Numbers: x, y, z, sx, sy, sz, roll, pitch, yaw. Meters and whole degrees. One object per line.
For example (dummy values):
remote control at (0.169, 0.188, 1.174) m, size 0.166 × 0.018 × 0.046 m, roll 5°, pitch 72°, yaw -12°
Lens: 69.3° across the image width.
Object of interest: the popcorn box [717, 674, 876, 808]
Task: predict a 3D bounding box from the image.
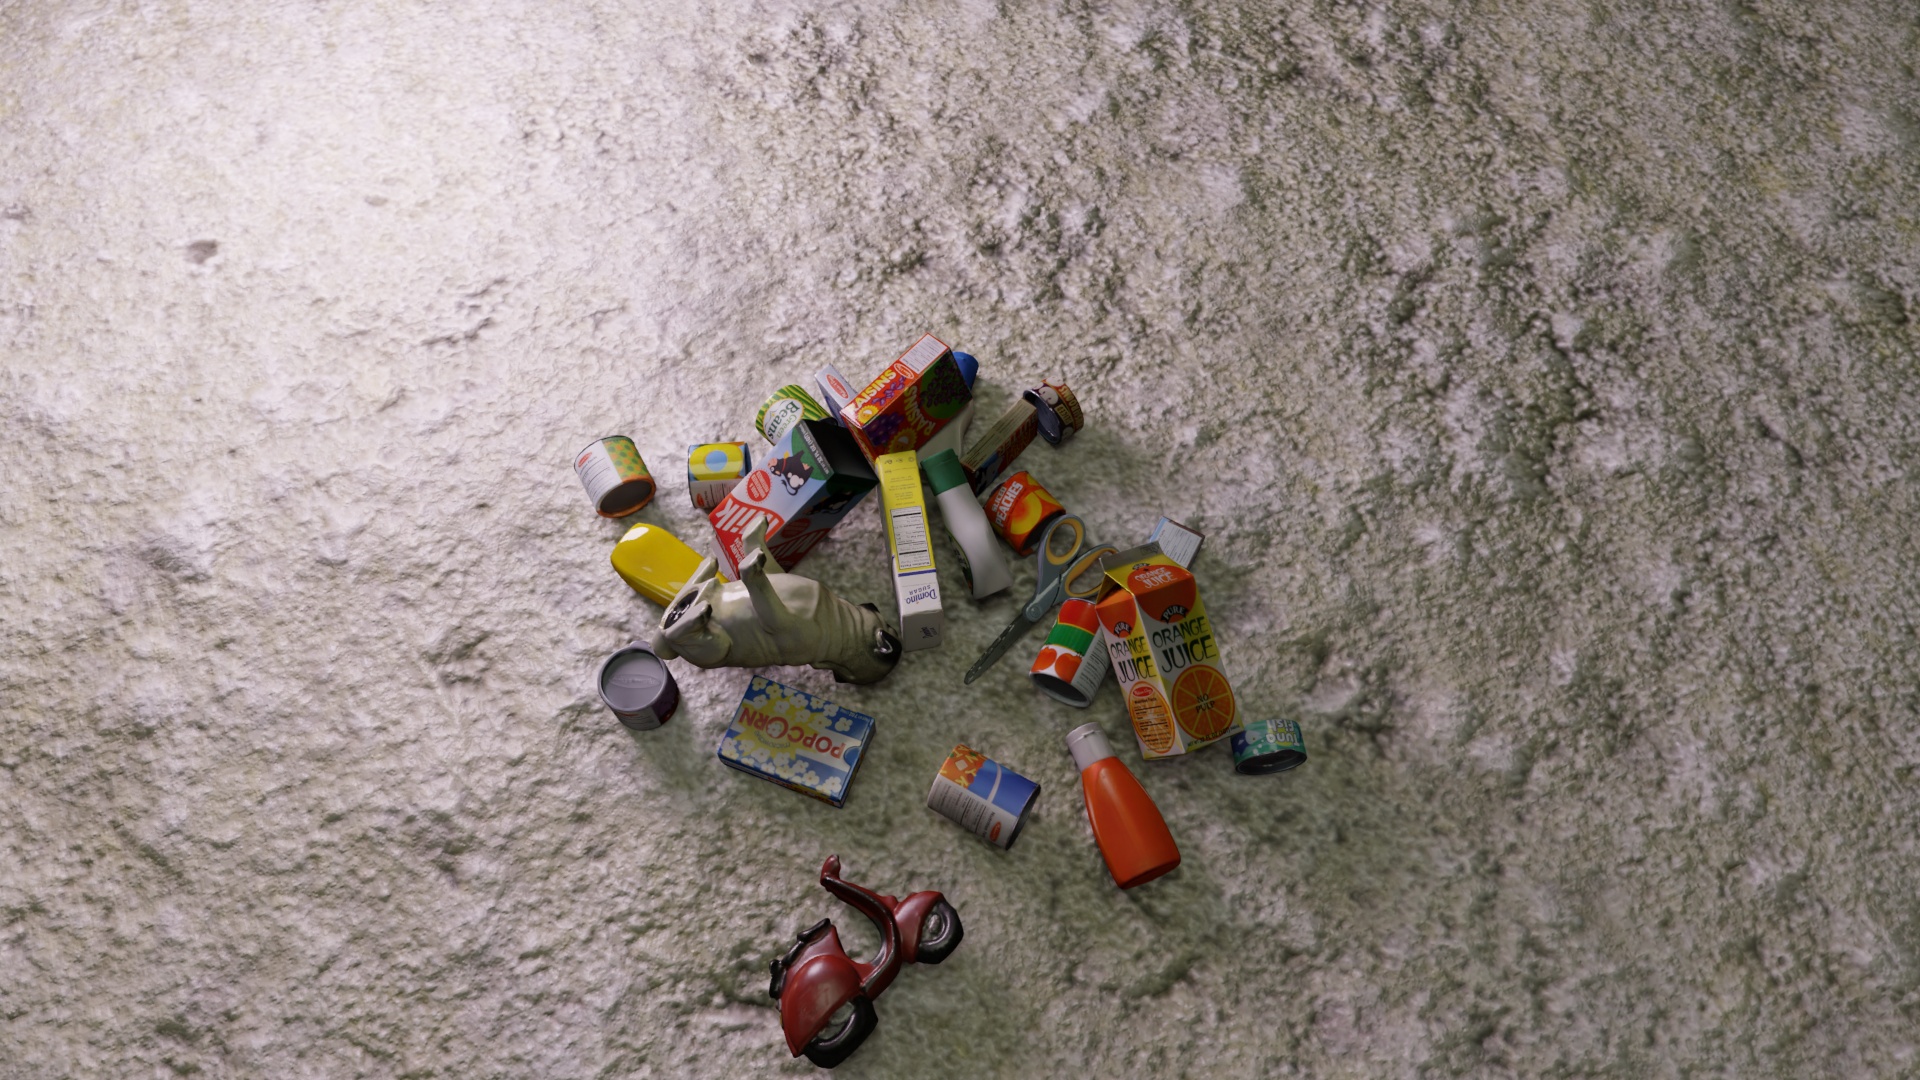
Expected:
popcorn box at (-0.153, 0.188, 1.304) m, size 0.127 × 0.038 × 0.085 m, roll 19°, pitch 64°, yaw 10°

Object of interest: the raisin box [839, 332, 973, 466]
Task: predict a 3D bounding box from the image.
raisin box at (-0.053, -0.136, 1.395) m, size 0.123 × 0.085 × 0.040 m, roll -43°, pitch 56°, yaw -11°

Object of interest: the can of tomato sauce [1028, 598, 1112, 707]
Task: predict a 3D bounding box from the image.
can of tomato sauce at (0.110, 0.107, 1.326) m, size 0.071 × 0.071 × 0.083 m, roll 24°, pitch 67°, yaw 12°

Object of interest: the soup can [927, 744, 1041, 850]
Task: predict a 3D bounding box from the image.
soup can at (0.022, 0.232, 1.266) m, size 0.084 × 0.071 × 0.071 m, roll 26°, pitch 67°, yaw 13°

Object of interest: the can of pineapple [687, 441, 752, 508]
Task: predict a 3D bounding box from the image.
can of pineapple at (-0.245, -0.069, 1.417) m, size 0.058 × 0.070 × 0.071 m, roll -4°, pitch 64°, yaw -2°

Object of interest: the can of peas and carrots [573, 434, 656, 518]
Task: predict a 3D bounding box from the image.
can of peas and carrots at (-0.350, -0.065, 1.418) m, size 0.071 × 0.070 × 0.059 m, roll -27°, pitch 67°, yaw -12°

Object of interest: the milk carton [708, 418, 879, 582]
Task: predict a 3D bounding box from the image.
milk carton at (-0.177, -0.028, 1.365) m, size 0.190 × 0.073 × 0.072 m, roll -42°, pitch 65°, yaw 24°

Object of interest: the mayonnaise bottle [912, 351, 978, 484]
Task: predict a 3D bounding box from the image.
mayonnaise bottle at (-0.016, -0.129, 1.459) m, size 0.065 × 0.041 × 0.149 m, roll 11°, pitch 63°, yaw 12°

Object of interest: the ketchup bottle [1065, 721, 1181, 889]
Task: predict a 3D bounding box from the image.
ketchup bottle at (0.143, 0.239, 1.272) m, size 0.065 × 0.043 × 0.149 m, roll -20°, pitch 65°, yaw -10°

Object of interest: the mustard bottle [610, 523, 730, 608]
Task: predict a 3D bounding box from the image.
mustard bottle at (-0.268, 0.045, 1.371) m, size 0.160 × 0.048 × 0.065 m, roll 31°, pitch 70°, yaw 14°

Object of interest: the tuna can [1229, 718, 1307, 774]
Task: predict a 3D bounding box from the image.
tuna can at (0.284, 0.190, 1.280) m, size 0.071 × 0.070 × 0.033 m, roll -6°, pitch 63°, yaw -2°

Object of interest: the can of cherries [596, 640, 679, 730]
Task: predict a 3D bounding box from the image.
can of cherries at (-0.304, 0.138, 1.319) m, size 0.071 × 0.058 × 0.072 m, roll -1°, pitch 64°, yaw 2°

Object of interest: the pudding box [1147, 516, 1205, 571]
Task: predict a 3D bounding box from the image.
pudding box at (0.204, 0.023, 1.386) m, size 0.050 × 0.030 × 0.084 m, roll 26°, pitch 67°, yaw 12°

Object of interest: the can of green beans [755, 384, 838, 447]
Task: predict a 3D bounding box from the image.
can of green beans at (-0.170, -0.120, 1.441) m, size 0.071 × 0.071 × 0.058 m, roll -41°, pitch 70°, yaw -17°

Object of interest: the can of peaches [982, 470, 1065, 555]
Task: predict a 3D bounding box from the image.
can of peaches at (0.063, -0.027, 1.390) m, size 0.071 × 0.071 × 0.058 m, roll -39°, pitch 71°, yaw -17°

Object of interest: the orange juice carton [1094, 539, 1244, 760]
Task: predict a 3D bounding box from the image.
orange juice carton at (0.185, 0.099, 1.282) m, size 0.072 × 0.073 × 0.192 m, roll -15°, pitch 84°, yaw -28°

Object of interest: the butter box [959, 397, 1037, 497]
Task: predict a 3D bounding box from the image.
butter box at (0.040, -0.096, 1.435) m, size 0.024 × 0.053 × 0.104 m, roll 36°, pitch 69°, yaw 20°

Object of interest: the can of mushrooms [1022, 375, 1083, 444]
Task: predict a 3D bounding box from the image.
can of mushrooms at (0.098, -0.135, 1.444) m, size 0.033 × 0.070 × 0.071 m, roll -31°, pitch 68°, yaw -15°

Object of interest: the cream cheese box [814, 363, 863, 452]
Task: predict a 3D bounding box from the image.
cream cheese box at (-0.116, -0.135, 1.428) m, size 0.024 × 0.103 × 0.053 m, roll -37°, pitch 68°, yaw -8°

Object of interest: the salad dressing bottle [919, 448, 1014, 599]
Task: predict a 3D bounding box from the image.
salad dressing bottle at (0.005, -0.017, 1.369) m, size 0.044 × 0.064 × 0.147 m, roll -23°, pitch 90°, yaw -3°
